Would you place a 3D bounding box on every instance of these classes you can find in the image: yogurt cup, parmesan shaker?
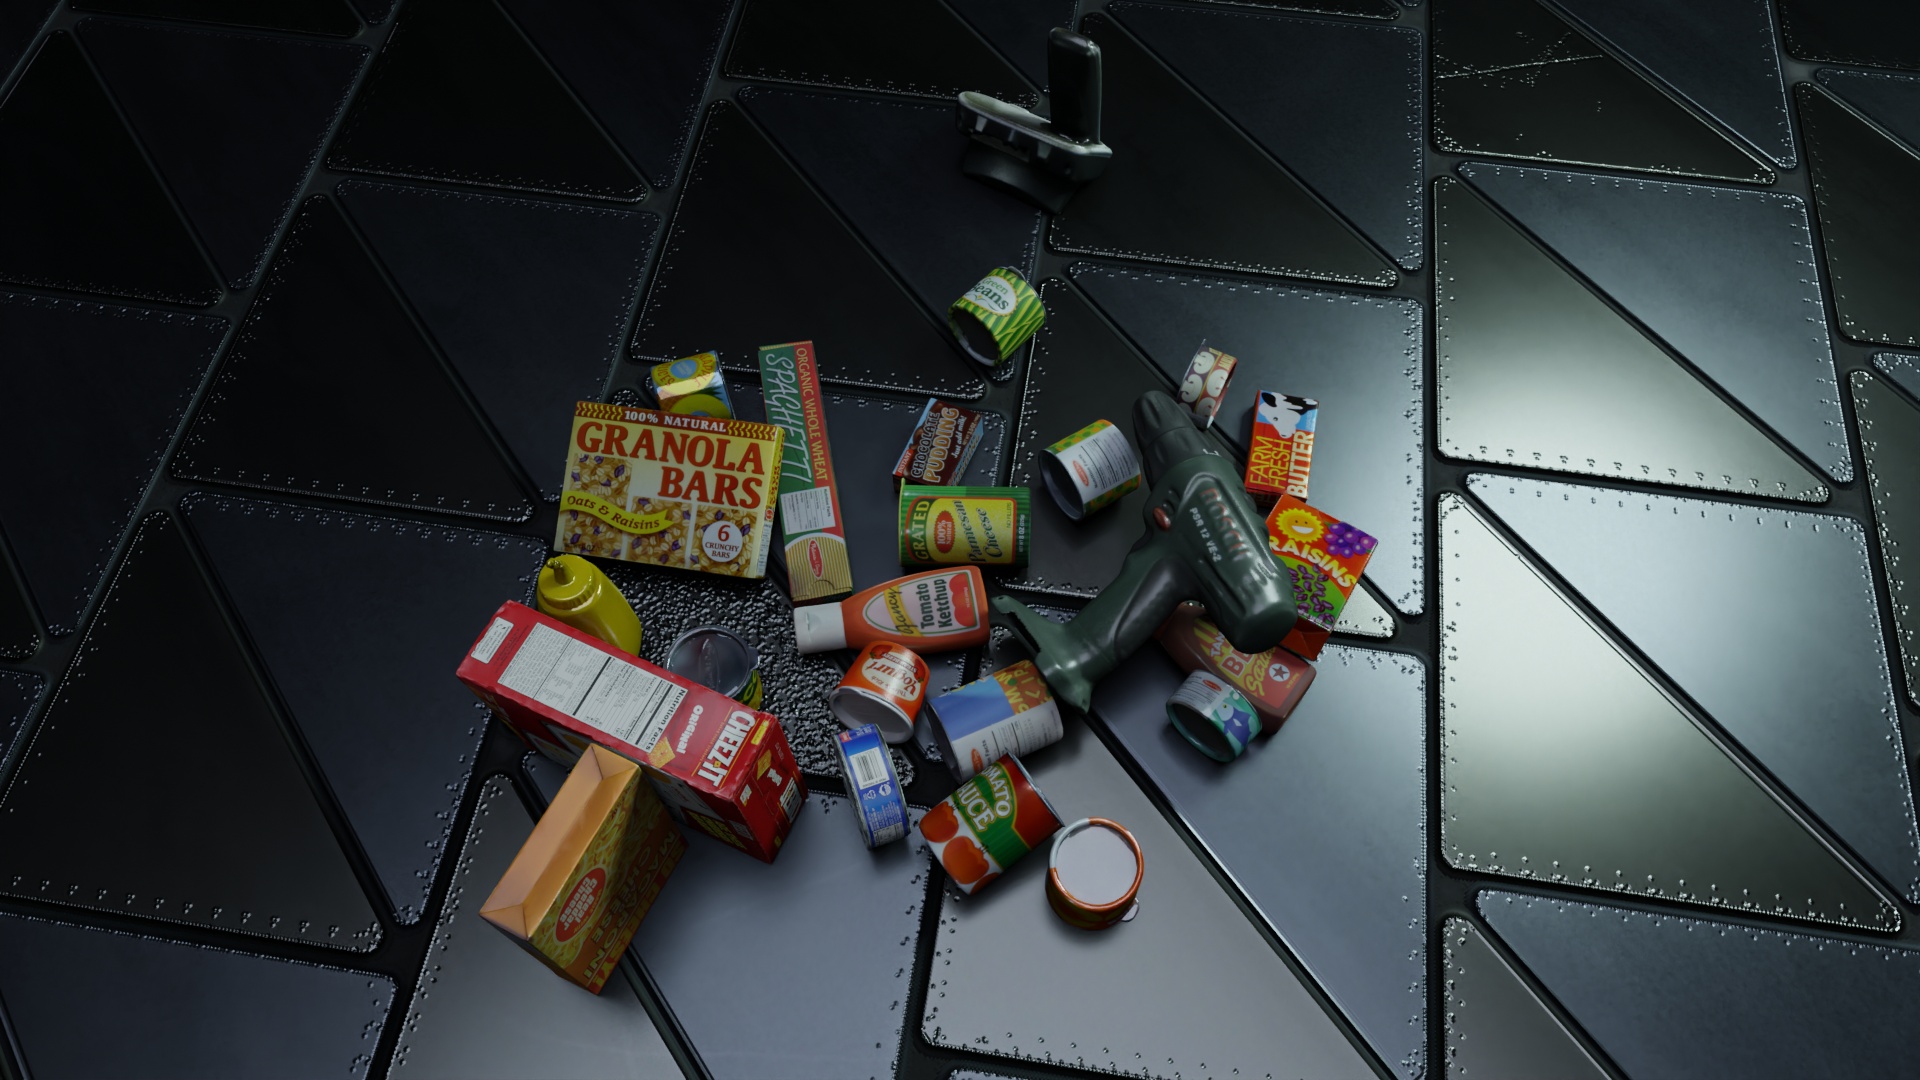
[{"bbox_3d":[-0.058,0.112,1.042,0.072,0.072,0.054,19,55,11],"label":"yogurt cup"},{"bbox_3d":[0.004,-0.014,1.106,0.103,0.071,0.071,1,61,1],"label":"parmesan shaker"}]

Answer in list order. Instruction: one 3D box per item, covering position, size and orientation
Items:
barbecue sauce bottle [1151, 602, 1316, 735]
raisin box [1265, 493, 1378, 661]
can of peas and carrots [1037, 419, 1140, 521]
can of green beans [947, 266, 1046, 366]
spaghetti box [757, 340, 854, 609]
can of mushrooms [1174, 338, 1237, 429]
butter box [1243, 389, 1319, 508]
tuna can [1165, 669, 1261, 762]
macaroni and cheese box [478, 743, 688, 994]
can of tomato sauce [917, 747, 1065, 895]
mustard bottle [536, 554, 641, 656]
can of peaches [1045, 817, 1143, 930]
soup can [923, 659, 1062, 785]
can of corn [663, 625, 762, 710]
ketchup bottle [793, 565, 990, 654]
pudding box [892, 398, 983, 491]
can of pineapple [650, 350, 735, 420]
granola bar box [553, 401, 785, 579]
[{"bbox_3d":[0.194,0.084,1.065,0.149,0.043,0.065,34,56,18],"label":"barbecue sauce bottle"},{"bbox_3d":[0.262,0.026,1.079,0.086,0.039,0.124,28,46,16],"label":"raisin box"},{"bbox_3d":[0.104,-0.057,1.134,0.059,0.070,0.071,-29,65,-15],"label":"can of peas and carrots"},{"bbox_3d":[0.031,-0.194,1.209,0.071,0.071,0.058,40,69,20],"label":"can of green beans"},{"bbox_3d":[-0.130,-0.058,1.156,0.050,0.028,0.251,-9,61,-4],"label":"spaghetti box"},{"bbox_3d":[0.206,-0.131,1.170,0.033,0.070,0.071,24,64,12],"label":"can of mushrooms"},{"bbox_3d":[0.267,-0.076,1.163,0.053,0.024,0.104,11,62,6],"label":"butter box"},{"bbox_3d":[0.188,0.132,1.028,0.071,0.070,0.033,39,70,20],"label":"tuna can"},{"bbox_3d":[-0.244,0.222,0.924,0.040,0.165,0.124,23,64,13],"label":"macaroni and cheese box"},{"bbox_3d":[0.020,0.198,0.979,0.083,0.071,0.071,-37,66,-2],"label":"can of tomato sauce"},{"bbox_3d":[-0.278,0.050,1.024,0.065,0.159,0.049,5,60,2],"label":"mustard bottle"},{"bbox_3d":[0.096,0.235,0.974,0.071,0.057,0.071,0,61,1],"label":"can of peaches"},{"bbox_3d":[0.023,0.132,1.029,0.084,0.071,0.071,-22,63,-12],"label":"soup can"},{"bbox_3d":[-0.183,0.106,1.049,0.071,0.058,0.071,0,61,1],"label":"can of corn"},{"bbox_3d":[-0.054,0.061,1.081,0.149,0.043,0.065,-8,68,-3],"label":"ketchup bottle"},{"bbox_3d":[-0.019,-0.074,1.163,0.050,0.030,0.084,20,63,12],"label":"pudding box"},{"bbox_3d":[-0.225,-0.123,1.170,0.058,0.070,0.071,-16,62,-7],"label":"can of pineapple"},{"bbox_3d":[-0.232,-0.040,1.116,0.166,0.039,0.124,8,87,5],"label":"granola bar box"}]
